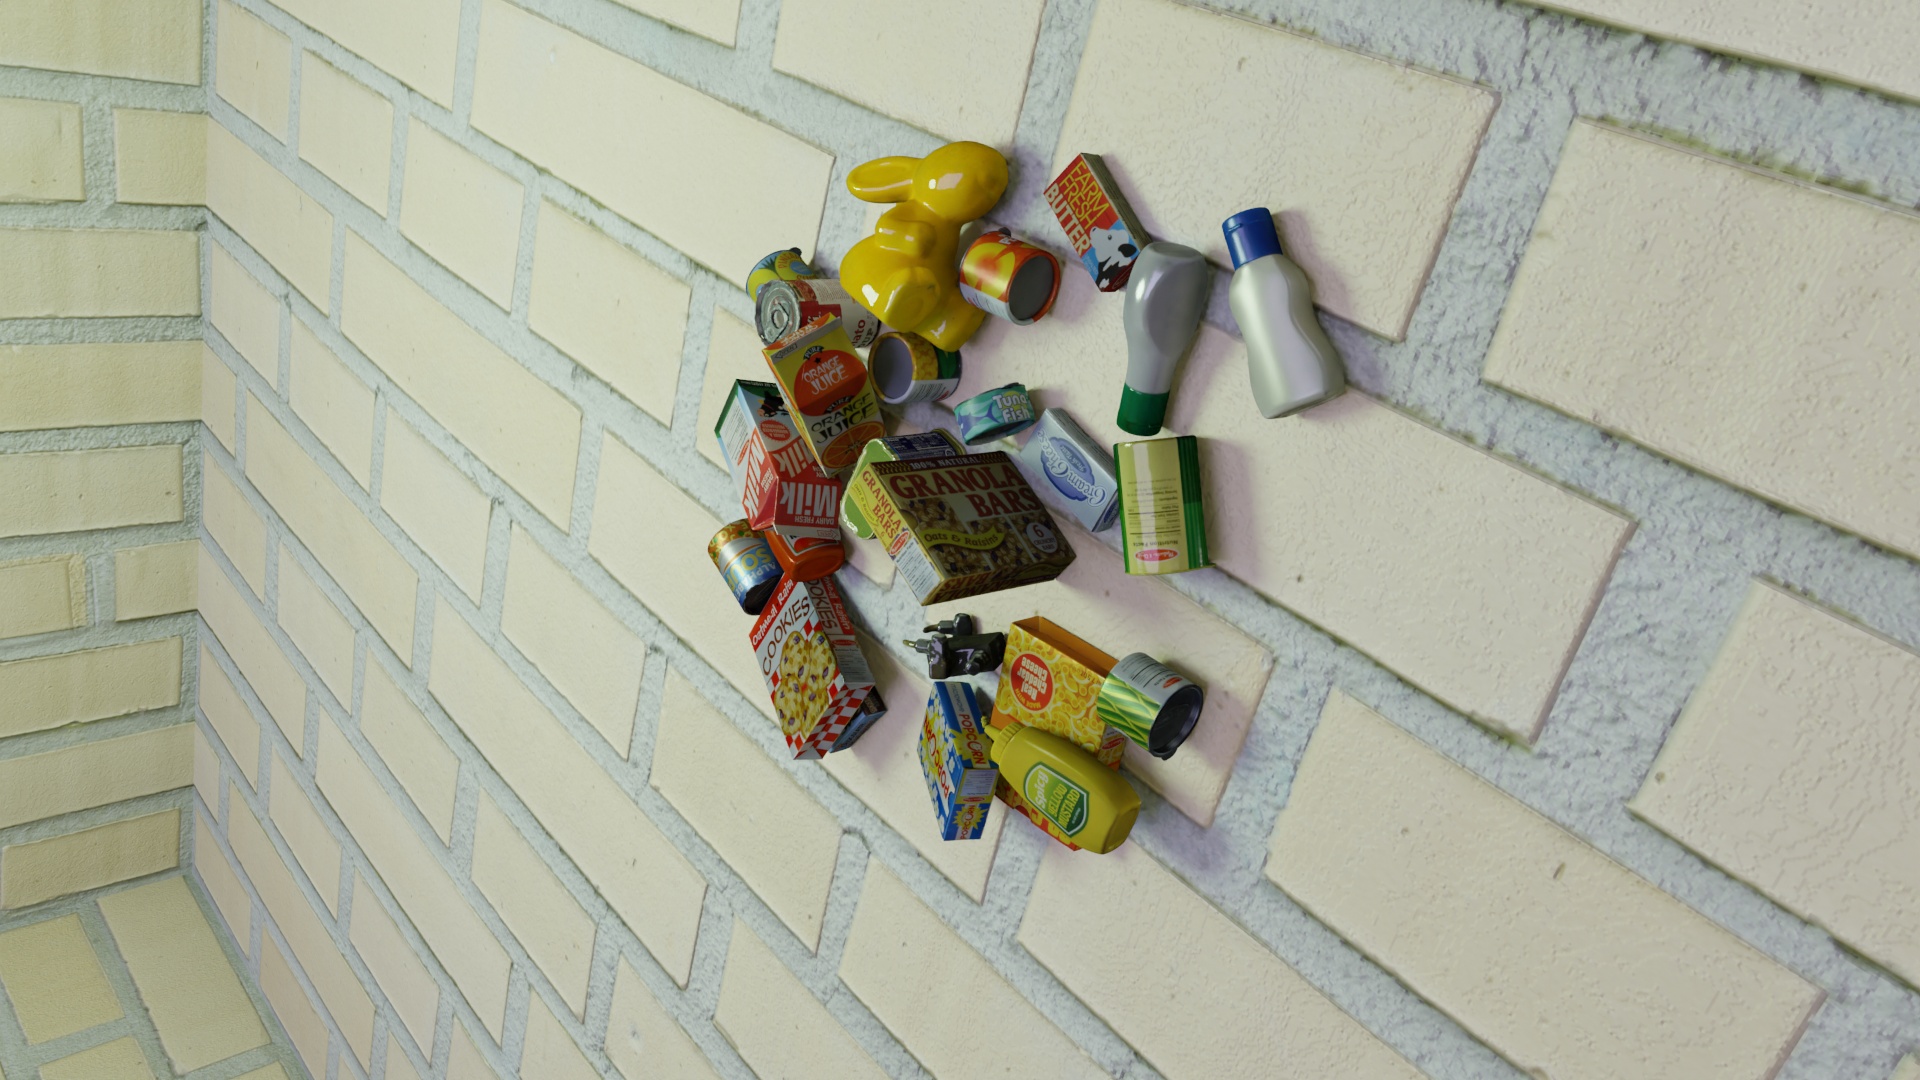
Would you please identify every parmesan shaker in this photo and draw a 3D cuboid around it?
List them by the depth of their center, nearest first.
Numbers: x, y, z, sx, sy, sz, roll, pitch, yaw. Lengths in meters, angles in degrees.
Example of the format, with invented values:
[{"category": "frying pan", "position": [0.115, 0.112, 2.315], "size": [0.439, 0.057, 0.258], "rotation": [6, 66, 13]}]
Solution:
[{"category": "parmesan shaker", "position": [0.159, -0.028, 1.082], "size": [0.071, 0.071, 0.103], "rotation": [-2, 95, 46]}]

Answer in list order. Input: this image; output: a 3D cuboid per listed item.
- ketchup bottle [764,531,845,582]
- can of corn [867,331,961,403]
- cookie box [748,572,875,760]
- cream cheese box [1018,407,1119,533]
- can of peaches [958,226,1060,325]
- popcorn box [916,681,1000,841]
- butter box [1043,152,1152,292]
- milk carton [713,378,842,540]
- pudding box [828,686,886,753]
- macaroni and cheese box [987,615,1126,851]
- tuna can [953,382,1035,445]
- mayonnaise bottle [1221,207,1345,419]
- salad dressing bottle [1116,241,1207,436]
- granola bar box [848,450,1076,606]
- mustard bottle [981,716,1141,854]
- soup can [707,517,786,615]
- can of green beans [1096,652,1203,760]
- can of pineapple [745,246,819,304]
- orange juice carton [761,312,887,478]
[{"category": "ketchup bottle", "position": [-0.177, -0.024, 1.426], "size": [0.149, 0.065, 0.043], "rotation": [55, 146, 33]}, {"category": "can of corn", "position": [-0.044, -0.161, 1.266], "size": [0.071, 0.058, 0.071], "rotation": [10, 104, 44]}, {"category": "cookie box", "position": [-0.154, 0.119, 1.414], "size": [0.122, 0.040, 0.168], "rotation": [-56, 45, 33]}, {"category": "cream cheese box", "position": [0.097, -0.060, 1.166], "size": [0.104, 0.024, 0.053], "rotation": [49, 128, 28]}, {"category": "can of peaches", "position": [0.042, -0.221, 1.164], "size": [0.058, 0.071, 0.071], "rotation": [32, 119, 37]}, {"category": "popcorn box", "position": [-0.004, 0.198, 1.263], "size": [0.127, 0.038, 0.084], "rotation": [-113, 32, -56]}, {"category": "butter box", "position": [0.111, -0.256, 1.117], "size": [0.053, 0.024, 0.104], "rotation": [-43, 68, 40]}, {"category": "milk carton", "position": [-0.178, -0.070, 1.378], "size": [0.073, 0.072, 0.191], "rotation": [-59, 42, 34]}, {"category": "pudding box", "position": [-0.115, 0.176, 1.420], "size": [0.083, 0.030, 0.050], "rotation": [-48, 63, 39]}, {"category": "macaroni and cheese box", "position": [0.082, 0.167, 1.211], "size": [0.124, 0.040, 0.165], "rotation": [29, 117, 39]}, {"category": "tuna can", "position": [0.031, -0.108, 1.194], "size": [0.071, 0.071, 0.033], "rotation": [-26, 80, 45]}, {"category": "mayonnaise bottle", "position": [0.228, -0.166, 1.005], "size": [0.064, 0.041, 0.148], "rotation": [-22, 81, 44]}, {"category": "salad dressing bottle", "position": [0.151, -0.153, 1.072], "size": [0.044, 0.064, 0.147], "rotation": [42, 133, 46]}, {"category": "granola bar box", "position": [0.004, -0.015, 1.168], "size": [0.124, 0.166, 0.039], "rotation": [56, 129, 22]}, {"category": "mustard bottle", "position": [0.073, 0.195, 1.158], "size": [0.160, 0.049, 0.065], "rotation": [32, 118, 30]}, {"category": "soup can", "position": [-0.222, 0.027, 1.472], "size": [0.084, 0.071, 0.071], "rotation": [53, 130, 25]}, {"category": "can of green beans", "position": [0.152, 0.131, 1.115], "size": [0.058, 0.071, 0.071], "rotation": [31, 119, 38]}, {"category": "can of pineapple", "position": [-0.169, -0.245, 1.373], "size": [0.058, 0.071, 0.070], "rotation": [50, 129, 26]}, {"category": "orange juice carton", "position": [-0.123, -0.139, 1.266], "size": [0.073, 0.072, 0.192], "rotation": [57, 173, 21]}]
